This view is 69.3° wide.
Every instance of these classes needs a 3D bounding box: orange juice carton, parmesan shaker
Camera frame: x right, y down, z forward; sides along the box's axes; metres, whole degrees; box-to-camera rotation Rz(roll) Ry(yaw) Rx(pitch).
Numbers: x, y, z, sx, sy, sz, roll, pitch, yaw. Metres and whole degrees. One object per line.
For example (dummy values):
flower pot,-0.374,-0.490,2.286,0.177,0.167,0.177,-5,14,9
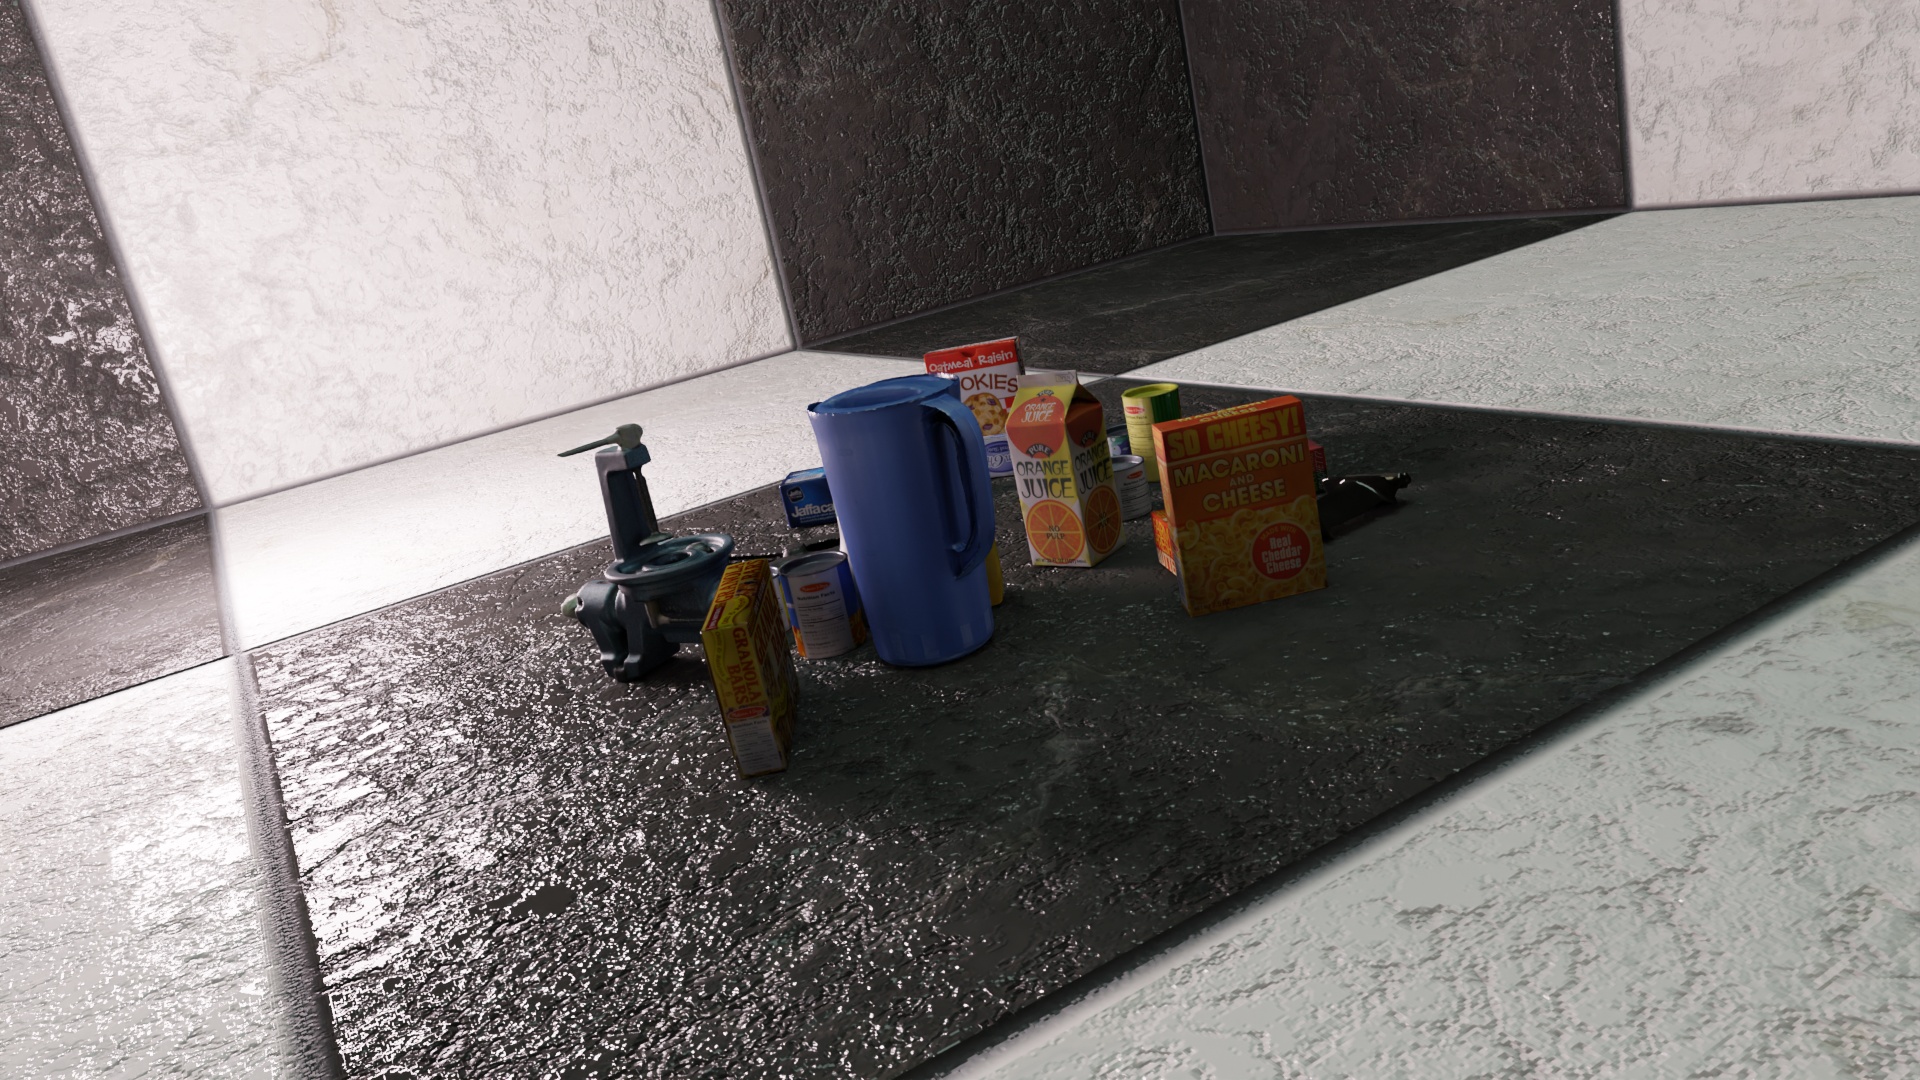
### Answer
orange juice carton,0.102,-0.074,1.382,0.072,0.192,0.073,0,20,37
parmesan shaker,0.229,-0.127,1.632,0.071,0.102,0.071,-11,16,3

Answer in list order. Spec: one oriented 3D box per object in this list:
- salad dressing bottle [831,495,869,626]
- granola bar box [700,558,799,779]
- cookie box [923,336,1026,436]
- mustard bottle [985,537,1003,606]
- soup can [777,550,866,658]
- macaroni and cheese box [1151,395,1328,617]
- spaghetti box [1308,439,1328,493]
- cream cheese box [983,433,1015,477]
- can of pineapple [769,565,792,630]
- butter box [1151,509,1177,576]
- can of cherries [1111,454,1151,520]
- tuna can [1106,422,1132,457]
salad dressing bottle,-0.093,0.007,1.327,0.044,0.147,0.064,-1,19,34
granola bar box,-0.166,0.098,1.113,0.039,0.124,0.166,-12,16,1
cookie box,0.030,-0.175,1.820,0.123,0.167,0.040,-9,16,12
mustard bottle,0.005,-0.016,1.315,0.049,0.159,0.065,-14,16,-6
soup can,-0.128,0.058,1.293,0.071,0.083,0.071,-11,16,3
macaroni and cheese box,0.238,-0.030,1.182,0.124,0.166,0.040,-12,16,-2
spaghetti box,0.350,-0.103,1.559,0.029,0.050,0.250,-13,16,-5
cream cheese box,0.056,-0.110,1.786,0.104,0.053,0.024,-7,16,17
can of pineapple,-0.204,0.063,1.379,0.071,0.057,0.071,-11,16,3
butter box,0.206,0.006,1.286,0.024,0.053,0.104,-14,16,-7
can of cherries,0.171,-0.057,1.517,0.071,0.058,0.072,-11,16,3
tuna can,0.214,-0.127,1.770,0.071,0.032,0.071,-11,16,3
